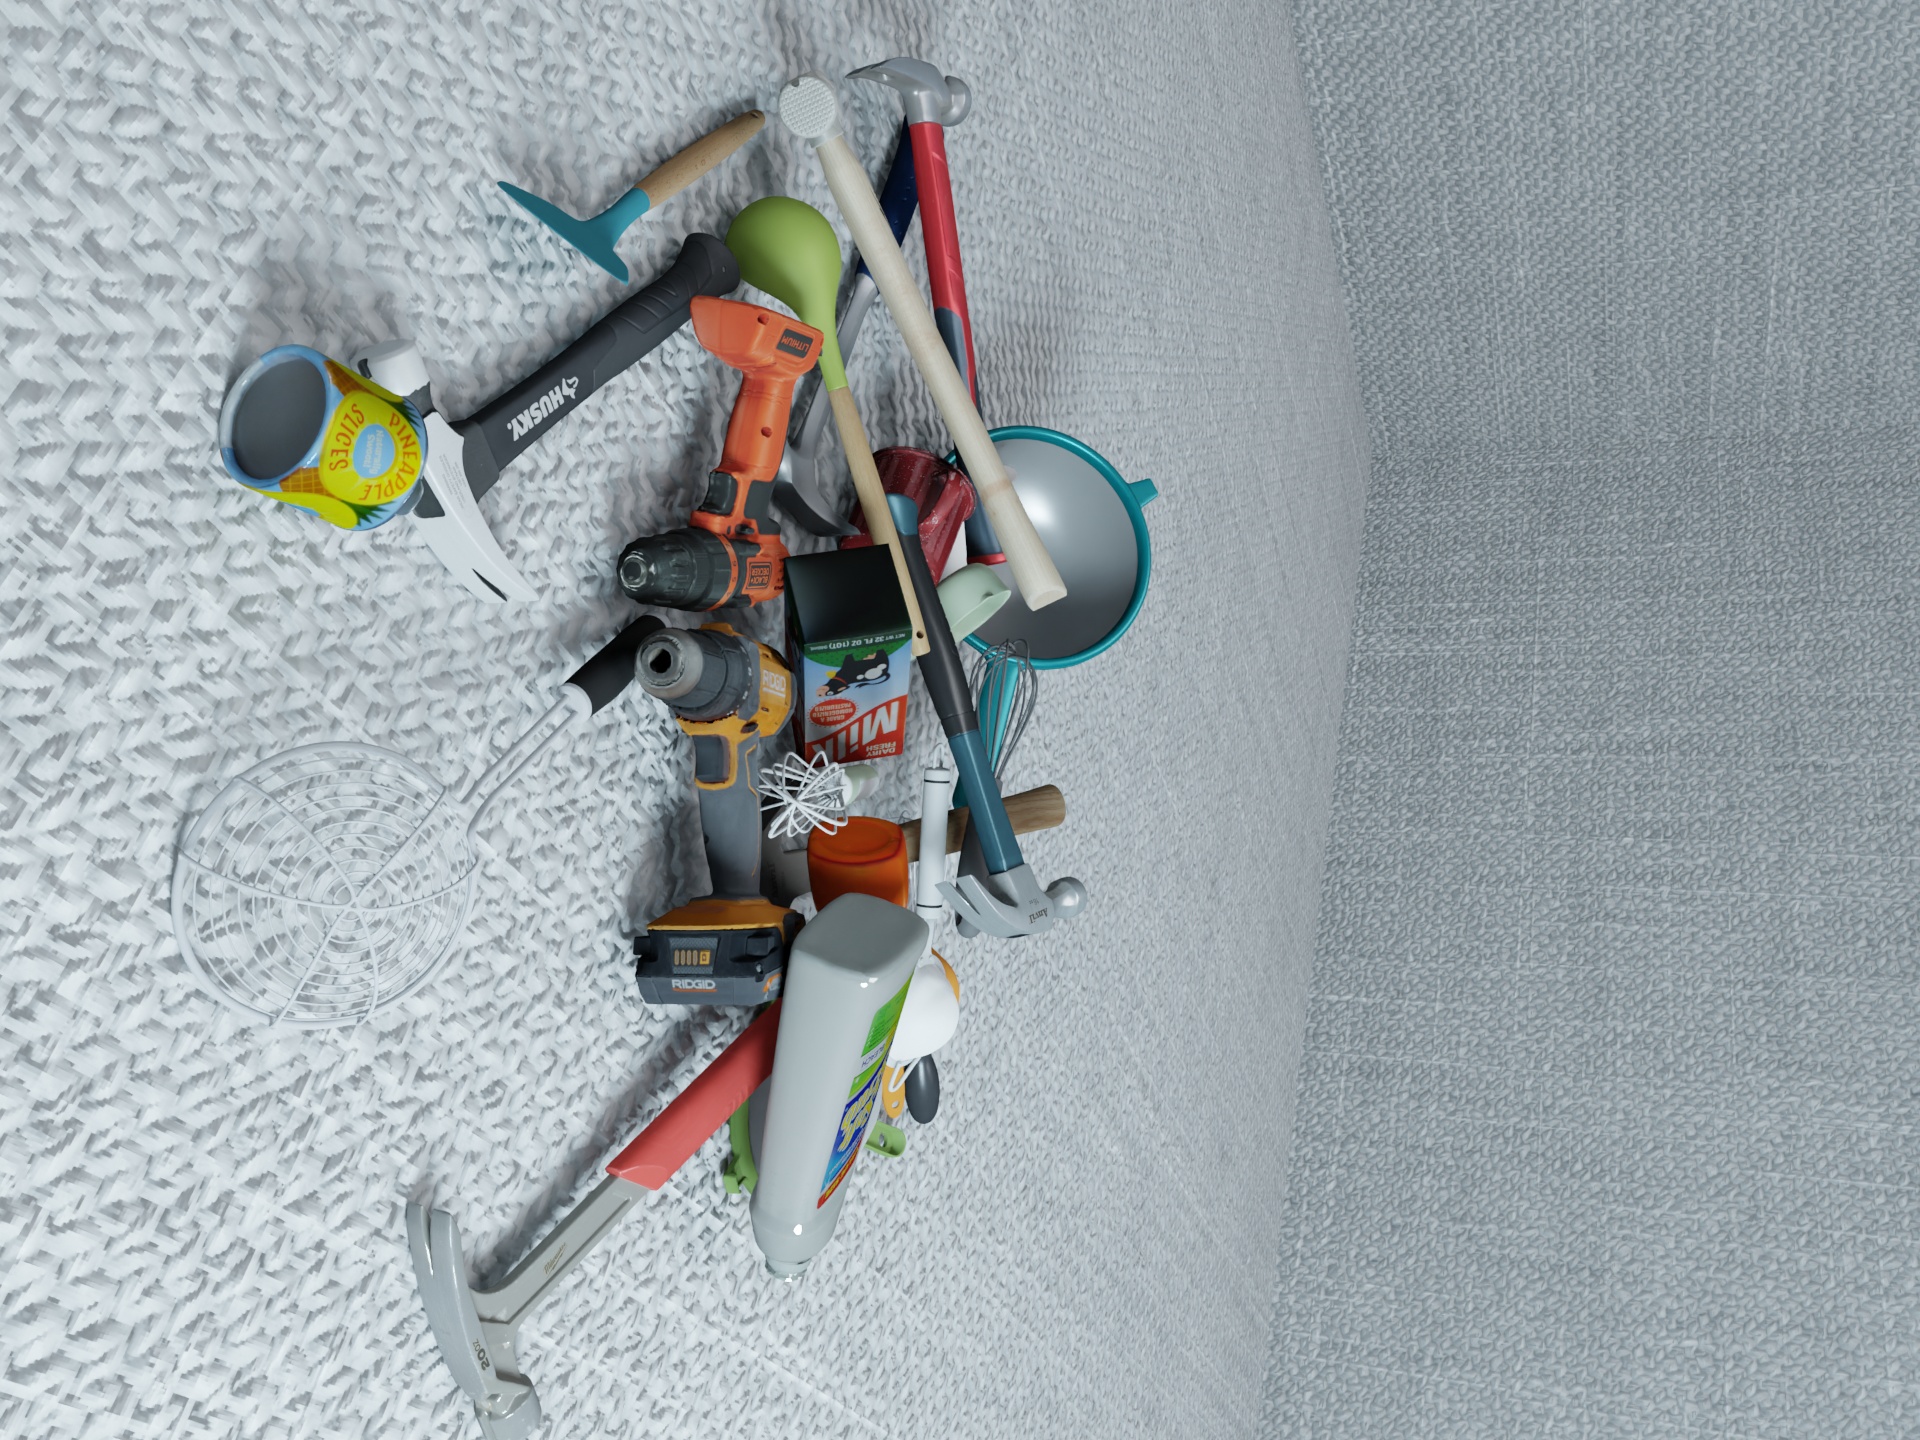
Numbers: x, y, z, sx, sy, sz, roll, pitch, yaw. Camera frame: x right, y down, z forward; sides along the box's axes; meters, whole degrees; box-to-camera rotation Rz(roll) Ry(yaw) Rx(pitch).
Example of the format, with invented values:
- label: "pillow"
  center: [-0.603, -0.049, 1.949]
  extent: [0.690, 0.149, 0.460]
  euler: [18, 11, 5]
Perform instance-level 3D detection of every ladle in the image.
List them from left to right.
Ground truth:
- label: "ladle"
  center: [-0.080, -0.196, 1.075]
  extent: [0.078, 0.062, 0.320]
  euler: [-22, 100, -28]

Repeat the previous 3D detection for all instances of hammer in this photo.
- label: "hammer"
  center: [-0.207, -0.197, 0.900]
  extent: [0.335, 0.035, 0.146]
  euler: [-60, 142, -50]
- label: "hammer"
  center: [-0.174, 0.240, 0.939]
  extent: [0.359, 0.037, 0.149]
  euler: [-41, 128, -53]
- label: "hammer"
  center: [-0.073, -0.318, 1.212]
  extent: [0.143, 0.035, 0.406]
  euler: [60, 37, -49]
- label: "hammer"
  center: [-0.034, 0.087, 1.183]
  extent: [0.331, 0.031, 0.130]
  euler: [-11, 94, -47]
- label: "hammer"
  center: [-0.021, -0.266, 1.149]
  extent: [0.146, 0.038, 0.410]
  euler: [-96, 160, -67]
- label: "hammer"
  center: [-0.013, -0.311, 1.240]
  extent: [0.143, 0.038, 0.386]
  euler: [-23, 107, -60]
- label: "hammer"
  center: [-0.002, -0.004, 1.132]
  extent: [0.128, 0.033, 0.331]
  euler: [-15, 86, -52]

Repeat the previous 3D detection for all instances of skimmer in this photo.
- label: "skimmer"
  center: [-0.248, 0.020, 0.813]
  extent: [0.363, 0.090, 0.127]
  euler: [-64, 139, -64]

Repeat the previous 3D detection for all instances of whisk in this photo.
- label: "whisk"
  center: [-0.080, 0.044, 0.997]
  extent: [0.058, 0.059, 0.246]
  euler: [-58, 175, 4]
- label: "whisk"
  center: [-0.038, 0.203, 1.278]
  extent: [0.070, 0.070, 0.284]
  euler: [-45, 137, -59]
- label: "whisk"
  center: [0.023, 0.047, 1.194]
  extent: [0.055, 0.055, 0.239]
  euler: [46, 48, -59]

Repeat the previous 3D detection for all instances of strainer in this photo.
- label: "strainer"
  center: [-0.077, 0.289, 1.163]
  extent: [0.256, 0.069, 0.152]
  euler: [47, 48, -56]
- label: "strainer"
  center: [-0.022, 0.145, 1.144]
  extent: [0.086, 0.050, 0.258]
  euler: [-2, 96, -59]
- label: "strainer"
  center: [0.035, -0.078, 1.350]
  extent: [0.095, 0.211, 0.340]
  euler: [152, -46, -70]

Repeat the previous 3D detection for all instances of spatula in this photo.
- label: "spatula"
  center: [-0.176, -0.328, 0.956]
  extent: [0.082, 0.044, 0.318]
  euler: [37, 38, -9]

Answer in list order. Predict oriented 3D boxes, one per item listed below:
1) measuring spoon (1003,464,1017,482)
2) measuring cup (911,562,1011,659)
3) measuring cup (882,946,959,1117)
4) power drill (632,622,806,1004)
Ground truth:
- label: "measuring spoon"
  center: [-0.010, -0.194, 1.303]
  extent: [0.124, 0.018, 0.034]
  euler: [-10, 84, -26]
- label: "measuring cup"
  center: [-0.035, -0.071, 1.230]
  extent: [0.167, 0.083, 0.038]
  euler: [-31, 80, -26]
- label: "measuring cup"
  center: [-0.043, 0.249, 1.225]
  extent: [0.095, 0.052, 0.173]
  euler: [-17, 120, -29]
- label: "power drill"
  center: [-0.148, 0.054, 0.951]
  extent: [0.185, 0.084, 0.226]
  euler: [30, 59, -79]
